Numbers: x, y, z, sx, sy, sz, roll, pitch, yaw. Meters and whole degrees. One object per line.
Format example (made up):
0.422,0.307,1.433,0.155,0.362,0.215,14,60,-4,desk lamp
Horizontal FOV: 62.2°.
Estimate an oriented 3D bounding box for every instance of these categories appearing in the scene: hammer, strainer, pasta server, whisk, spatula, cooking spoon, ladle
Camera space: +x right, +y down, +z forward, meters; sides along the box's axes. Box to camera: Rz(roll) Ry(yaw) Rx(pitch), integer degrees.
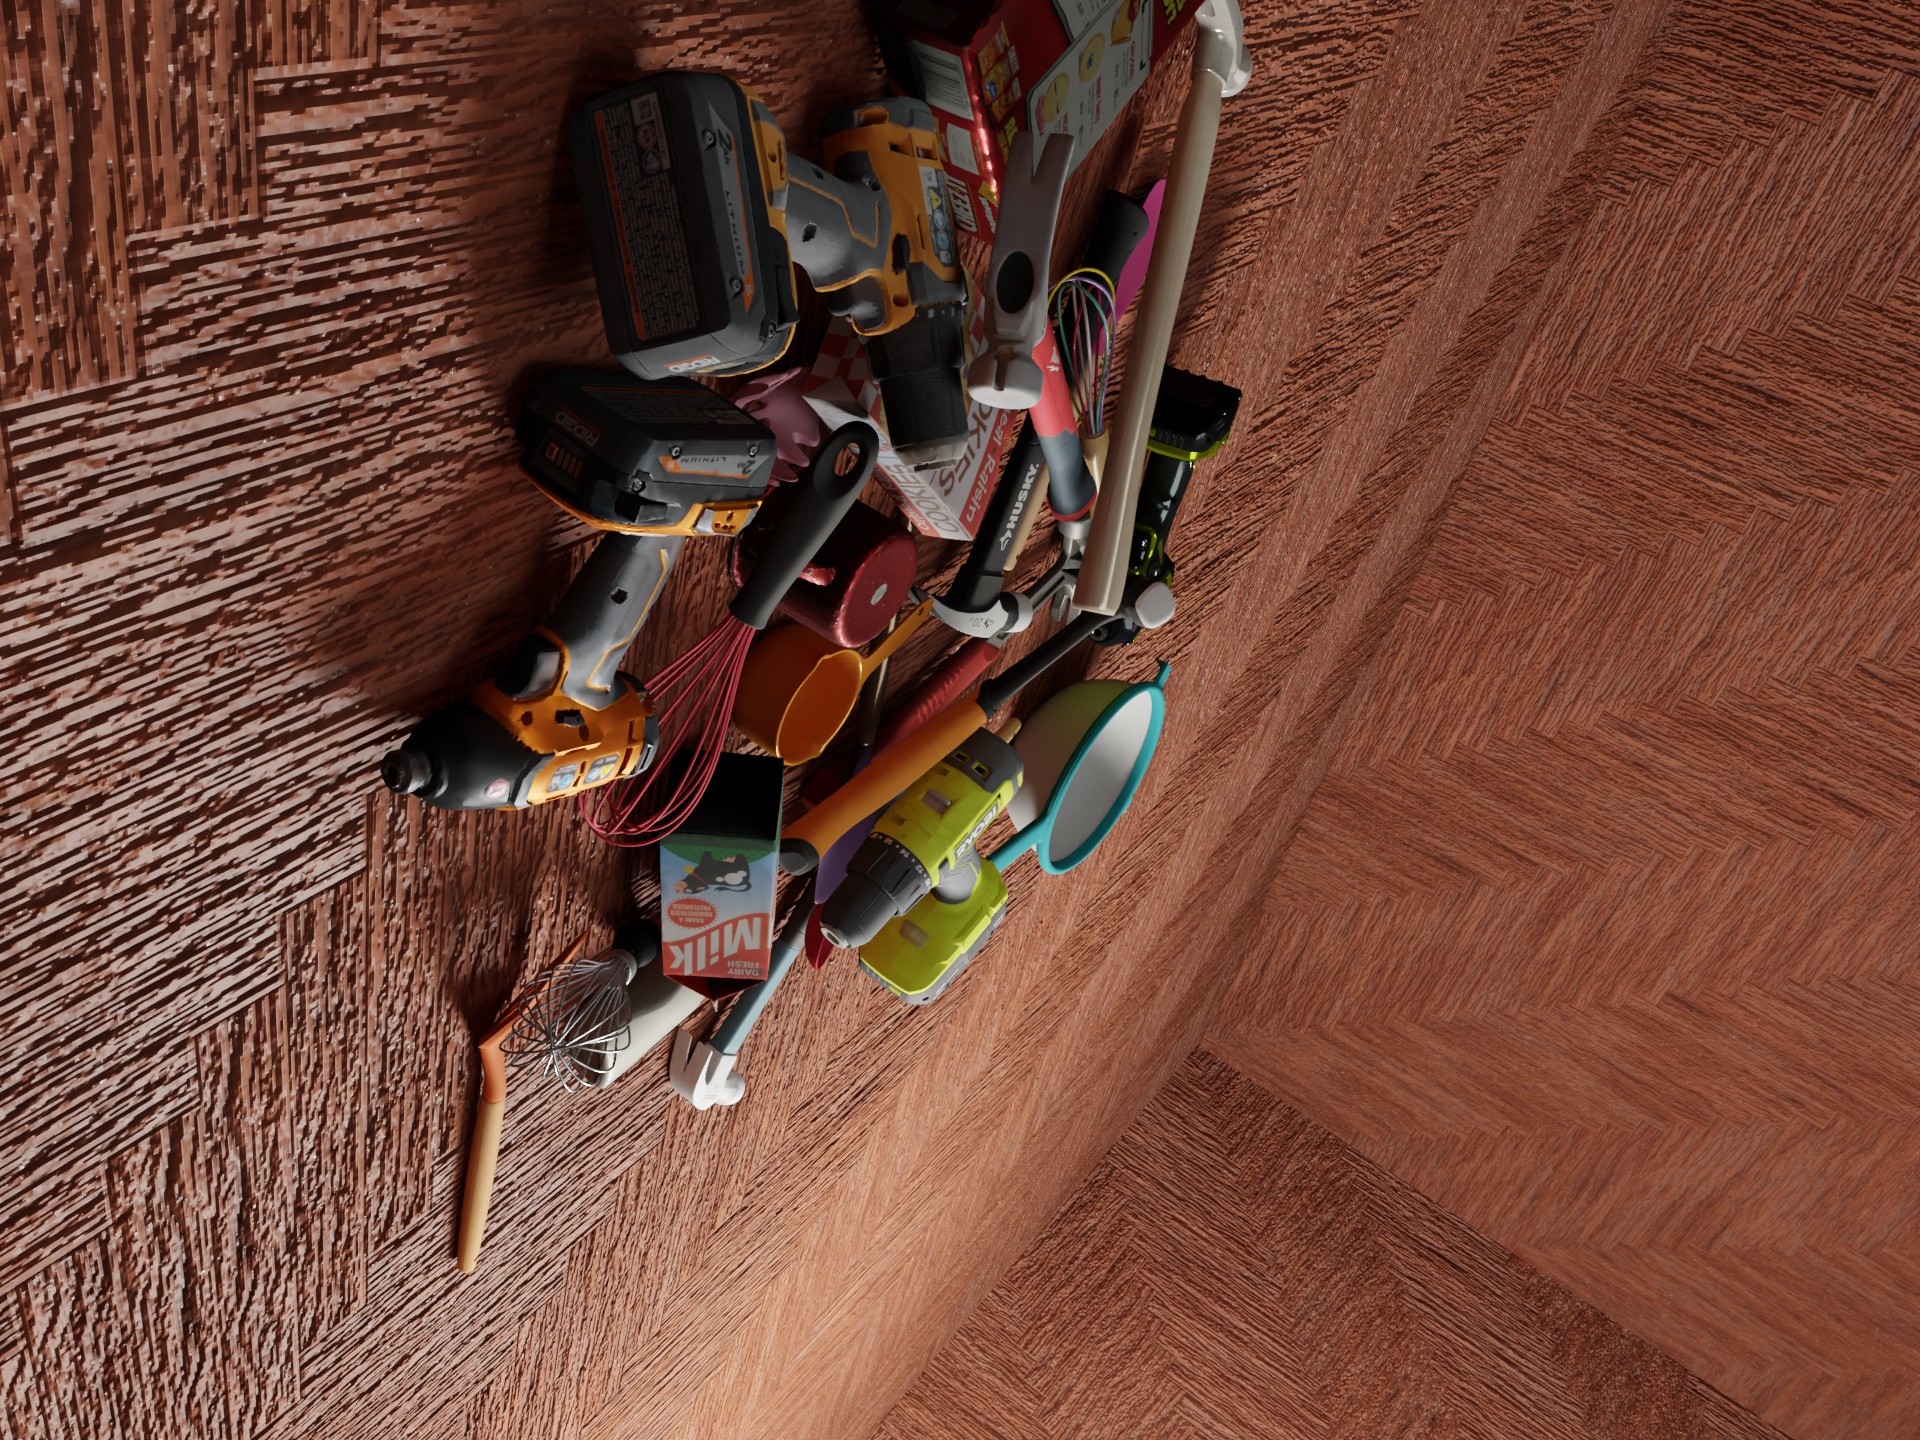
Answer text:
0.058,-0.210,0.984,0.386,0.038,0.143,40,58,-79,hammer
0.131,-0.275,1.081,0.146,0.038,0.410,-11,114,-73,hammer
0.068,0.065,1.515,0.340,0.095,0.210,-35,147,-43,strainer
0.056,-0.217,1.155,0.146,0.035,0.334,-2,119,-54,hammer
-0.001,-0.035,1.298,0.359,0.037,0.149,-45,156,-32,hammer
-0.040,-0.212,0.960,0.316,0.040,0.060,-37,132,-47,pasta server
-0.210,0.156,0.950,0.070,0.070,0.284,-60,-177,3,whisk
-0.064,-0.009,1.150,0.059,0.018,0.315,-18,126,-50,spatula
-0.131,0.169,1.293,0.331,0.033,0.128,-58,161,-3,hammer
-0.297,0.262,1.031,0.081,0.041,0.322,-60,171,-56,spatula
0.092,-0.259,1.219,0.069,0.017,0.318,-32,147,-63,cooking spoon
-0.036,0.090,1.318,0.315,0.031,0.069,-46,160,-38,ladle
-0.131,-0.044,0.895,0.295,0.073,0.073,-54,161,18,whisk
0.096,-0.224,1.133,0.047,0.051,0.244,-52,152,-22,whisk
-0.002,-0.004,1.150,0.337,0.127,0.034,-38,114,-16,hammer

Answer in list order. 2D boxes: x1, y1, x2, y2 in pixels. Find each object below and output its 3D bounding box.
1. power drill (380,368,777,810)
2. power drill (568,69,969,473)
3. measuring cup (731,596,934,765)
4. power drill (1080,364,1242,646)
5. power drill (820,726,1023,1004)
-0.192,-0.054,0.780,0.164,0.084,0.226,-18,139,-59,power drill
-0.069,-0.204,0.752,0.226,0.084,0.185,-23,105,-57,power drill
-0.086,-0.044,1.070,0.174,0.052,0.095,-45,156,-36,measuring cup
0.162,-0.176,1.358,0.171,0.080,0.223,-49,157,-59,power drill
-0.031,0.128,1.217,0.190,0.080,0.228,-48,160,-24,power drill
